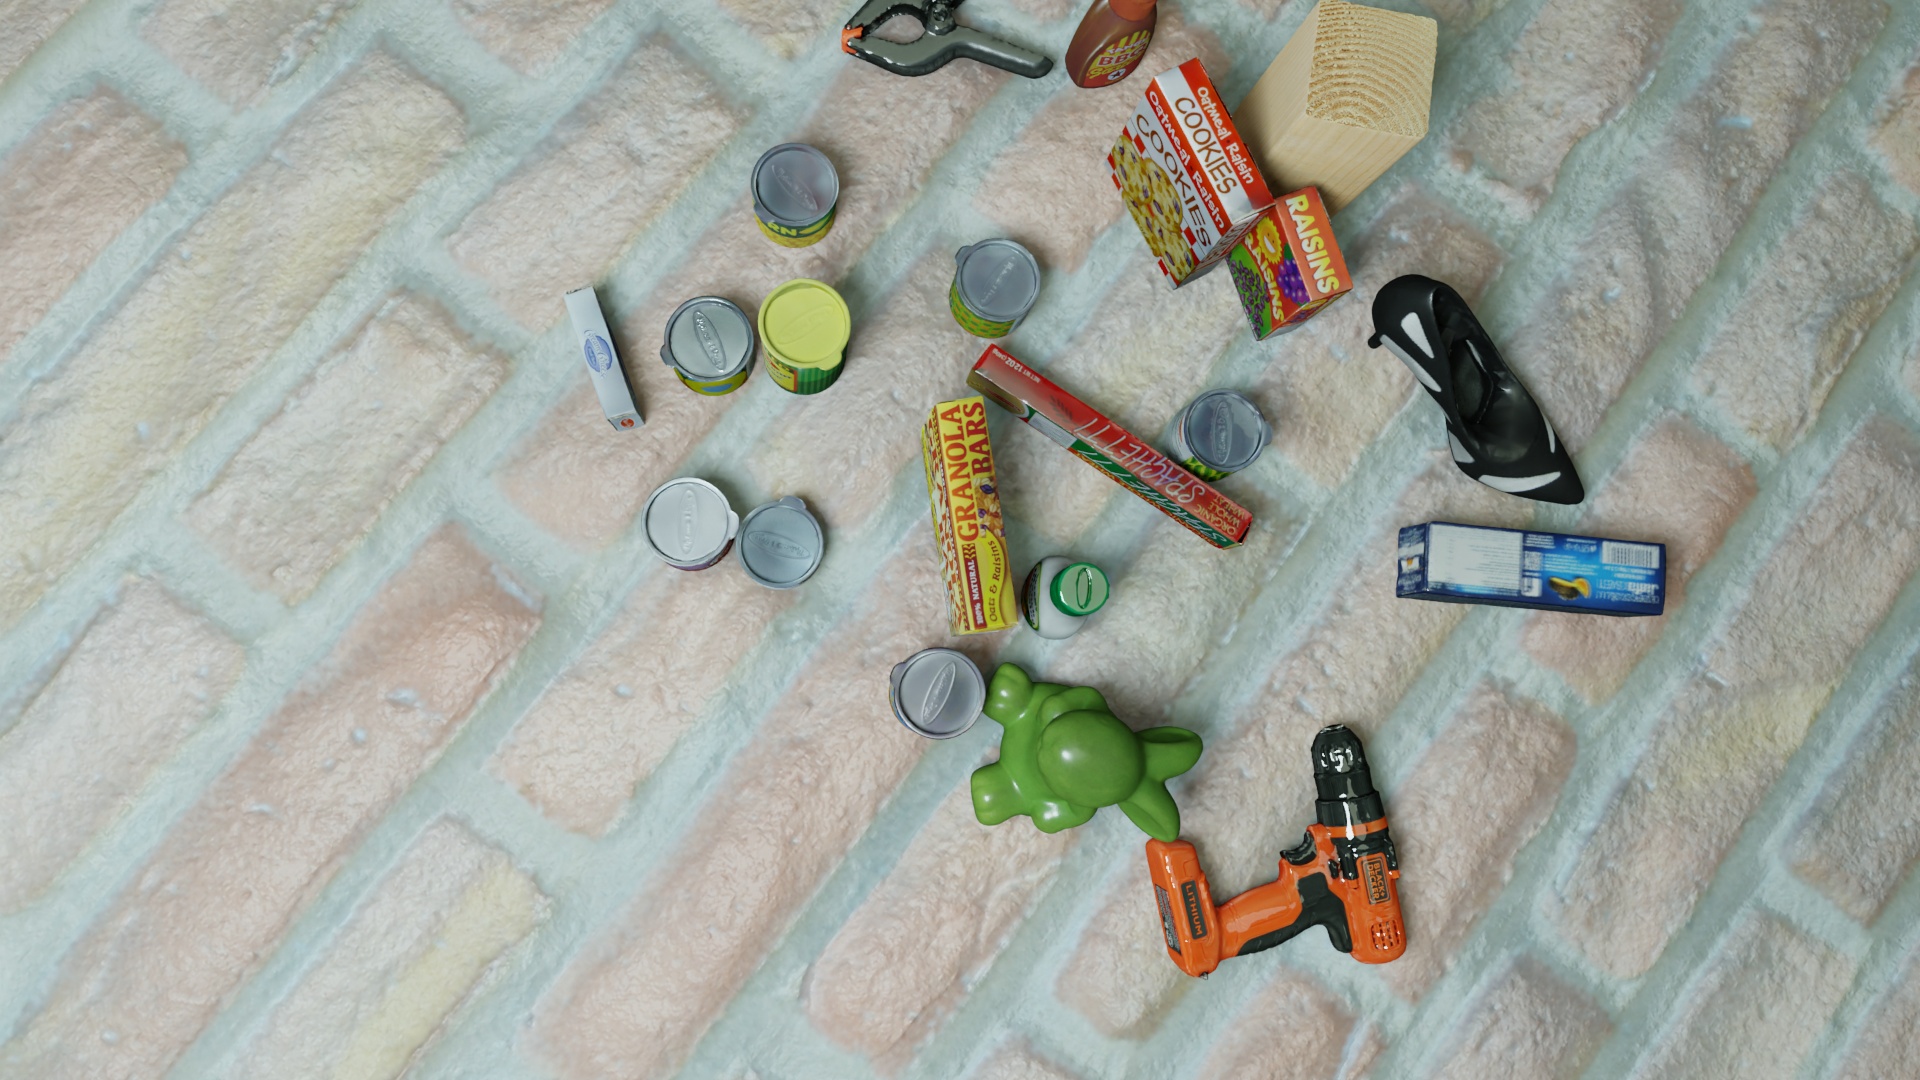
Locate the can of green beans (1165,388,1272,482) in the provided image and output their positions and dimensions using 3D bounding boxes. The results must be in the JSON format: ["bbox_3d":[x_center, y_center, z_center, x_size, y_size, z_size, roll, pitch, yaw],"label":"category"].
[{"bbox_3d":[0.201,-0.082,1.099,0.071,0.057,0.071,1,83,-7],"label":"can of green beans"}]

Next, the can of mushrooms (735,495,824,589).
[{"bbox_3d":[-0.137,0.002,1.061,0.071,0.033,0.071,1,83,-7],"label":"can of mushrooms"}]

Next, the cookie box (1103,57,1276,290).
[{"bbox_3d":[0.172,-0.275,1.063,0.040,0.167,0.123,-27,87,-9],"label":"cookie box"}]

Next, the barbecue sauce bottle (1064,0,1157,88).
[{"bbox_3d":[0.125,-0.405,1.083,0.065,0.148,0.043,-22,87,-8],"label":"barbecue sauce bottle"}]

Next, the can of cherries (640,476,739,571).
[{"bbox_3d":[-0.200,-0.010,1.042,0.071,0.058,0.071,1,83,-7],"label":"can of cherries"}]

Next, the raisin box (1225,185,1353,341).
[{"bbox_3d":[0.255,-0.214,1.088,0.040,0.123,0.086,-18,86,-8],"label":"raisin box"}]

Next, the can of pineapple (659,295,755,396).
[{"bbox_3d":[-0.192,-0.147,1.060,0.071,0.058,0.071,1,83,-7],"label":"can of pineapple"}]

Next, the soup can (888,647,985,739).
[{"bbox_3d":[-0.021,0.112,1.036,0.071,0.083,0.071,1,83,-7],"label":"soup can"}]

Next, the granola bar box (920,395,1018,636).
[{"bbox_3d":[0.004,-0.013,1.034,0.039,0.124,0.165,-8,84,-7],"label":"granola bar box"}]

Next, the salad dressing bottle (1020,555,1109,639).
[{"bbox_3d":[0.077,0.040,1.024,0.044,0.147,0.064,5,83,-6],"label":"salad dressing bottle"}]

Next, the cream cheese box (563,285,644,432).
[{"bbox_3d":[-0.270,-0.136,1.052,0.024,0.053,0.104,-20,86,-8],"label":"cream cheese box"}]

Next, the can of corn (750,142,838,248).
[{"bbox_3d":[-0.131,-0.266,1.082,0.071,0.058,0.071,1,83,-7],"label":"can of corn"}]

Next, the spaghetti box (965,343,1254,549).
[{"bbox_3d":[0.117,-0.071,1.092,0.250,0.050,0.029,33,81,-2],"label":"spaghetti box"}]

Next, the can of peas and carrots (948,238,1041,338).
[{"bbox_3d":[0.024,-0.198,1.092,0.071,0.058,0.071,1,83,-7],"label":"can of peas and carrots"}]

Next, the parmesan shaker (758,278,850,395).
[{"bbox_3d":[-0.116,-0.148,1.047,0.071,0.103,0.071,1,84,-7],"label":"parmesan shaker"}]
